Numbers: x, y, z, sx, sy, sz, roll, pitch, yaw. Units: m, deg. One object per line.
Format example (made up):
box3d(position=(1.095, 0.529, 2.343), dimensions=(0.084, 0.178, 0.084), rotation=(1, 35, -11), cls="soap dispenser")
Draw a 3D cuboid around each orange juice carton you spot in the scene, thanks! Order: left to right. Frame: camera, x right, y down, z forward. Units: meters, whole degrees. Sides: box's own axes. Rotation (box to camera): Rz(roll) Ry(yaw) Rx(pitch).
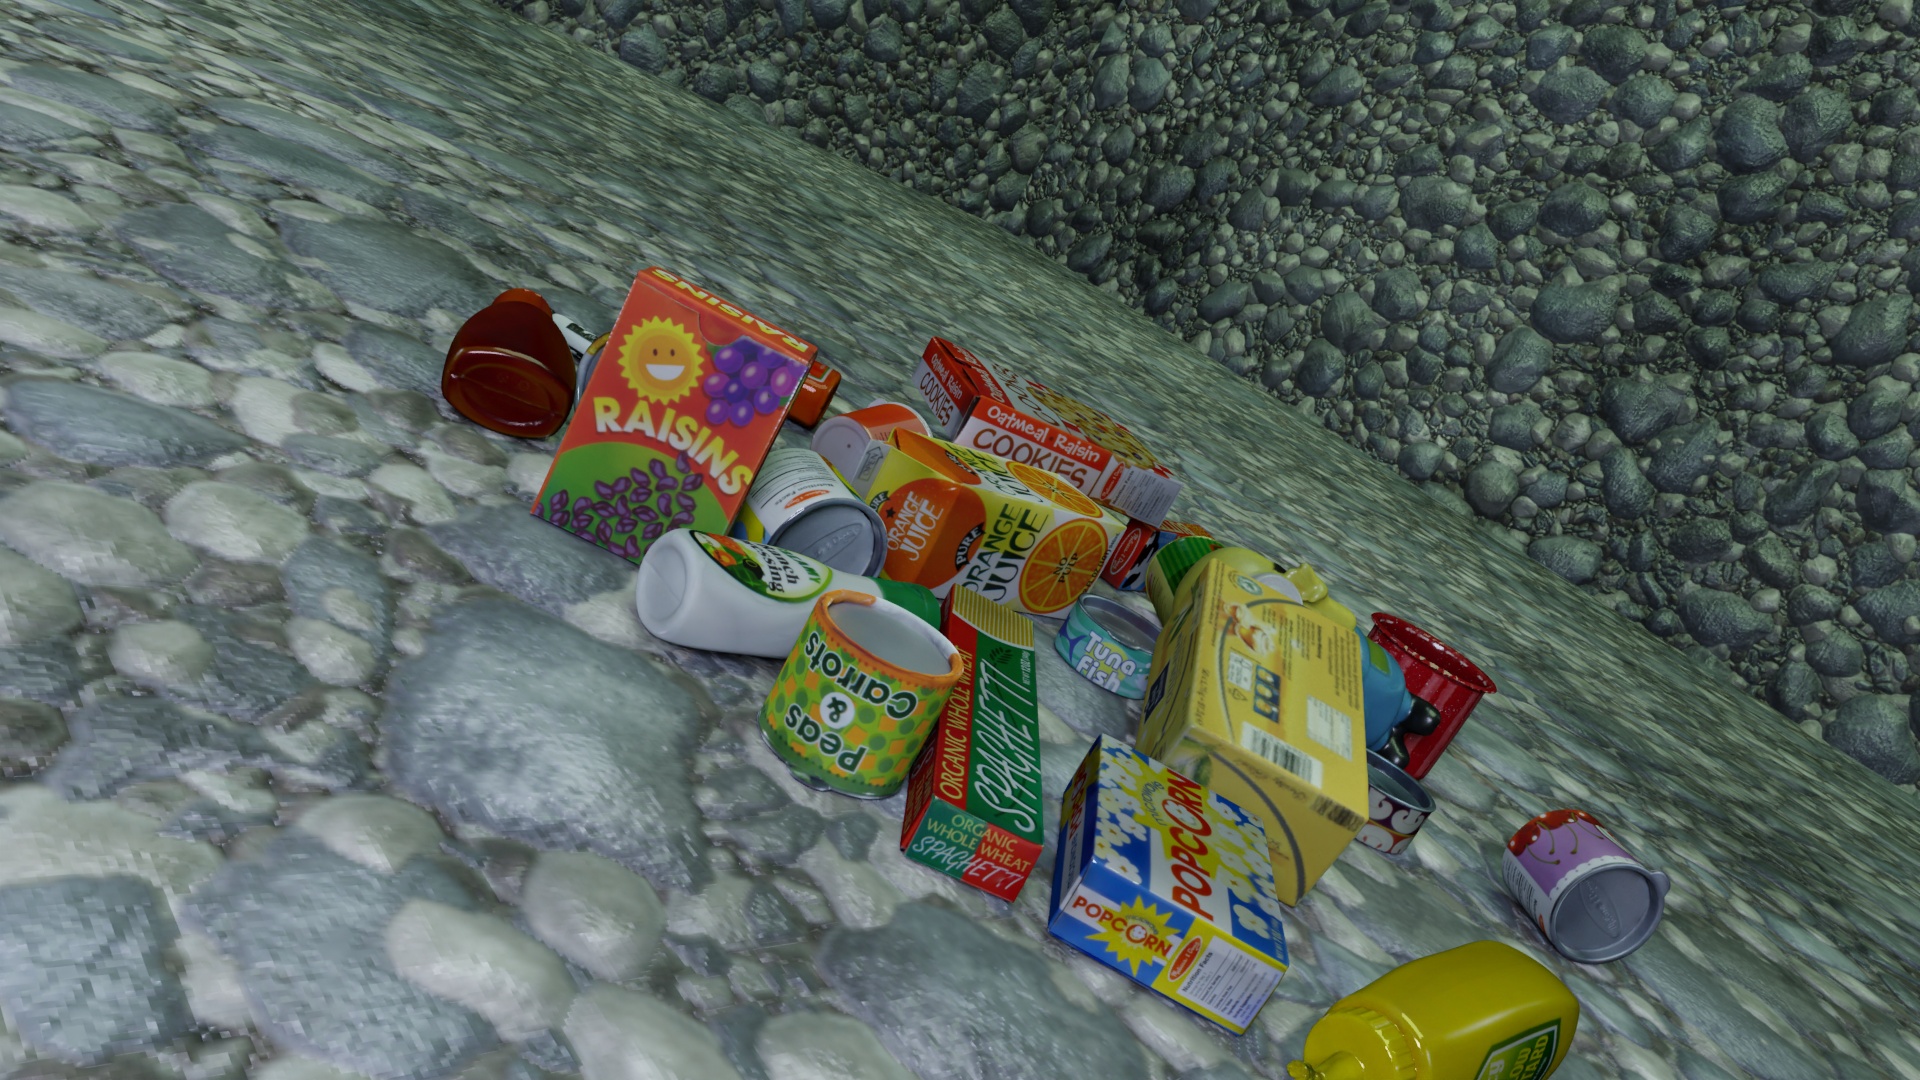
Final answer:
box3d(position=(0.003, -0.010, 0.825), dimensions=(0.193, 0.071, 0.073), rotation=(13, 22, -45), cls="orange juice carton")

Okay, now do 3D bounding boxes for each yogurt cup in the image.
box3d(position=(-0.057, -0.052, 0.872), dimensions=(0.072, 0.072, 0.054), rotation=(37, 26, 27), cls="yogurt cup")

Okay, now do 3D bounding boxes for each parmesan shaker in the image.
box3d(position=(0.167, 0.047, 0.938), dimensions=(0.071, 0.071, 0.103), rotation=(26, 17, -11), cls="parmesan shaker")

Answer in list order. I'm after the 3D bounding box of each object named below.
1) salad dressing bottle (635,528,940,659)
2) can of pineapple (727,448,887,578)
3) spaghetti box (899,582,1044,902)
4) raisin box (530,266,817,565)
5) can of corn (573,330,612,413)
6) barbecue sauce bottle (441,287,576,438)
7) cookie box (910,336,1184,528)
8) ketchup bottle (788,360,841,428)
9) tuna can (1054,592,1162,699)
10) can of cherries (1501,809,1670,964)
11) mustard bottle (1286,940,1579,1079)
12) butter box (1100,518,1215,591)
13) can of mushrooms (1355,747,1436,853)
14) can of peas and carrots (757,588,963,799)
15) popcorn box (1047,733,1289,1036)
box3d(position=(-0.073, 0.029, 0.629), dimensions=(0.148, 0.044, 0.064), rotation=(12, 22, -45), cls="salad dressing bottle")
box3d(position=(-0.077, -0.003, 0.686), dimensions=(0.071, 0.070, 0.058), rotation=(16, 20, -38), cls="can of pineapple")
box3d(position=(0.008, 0.080, 0.634), dimensions=(0.050, 0.028, 0.251), rotation=(26, 16, -6), cls="spaghetti box")
box3d(position=(-0.130, -0.051, 0.634), dimensions=(0.086, 0.123, 0.040), rotation=(27, 15, -6), cls="raisin box")
box3d(position=(-0.166, -0.079, 0.758), dimensions=(0.071, 0.071, 0.058), rotation=(38, 19, 31), cls="can of corn")
box3d(position=(-0.241, -0.102, 0.752), dimensions=(0.065, 0.043, 0.149), rotation=(21, 17, -22), cls="barbecue sauce bottle")
box3d(position=(0.058, -0.077, 0.961), dimensions=(0.167, 0.040, 0.123), rotation=(21, 18, -25), cls="cookie box")
box3d(position=(-0.159, -0.131, 0.977), dimensions=(0.149, 0.043, 0.065), rotation=(27, 16, -4), cls="ketchup bottle")
box3d(position=(0.090, 0.063, 0.816), dimensions=(0.071, 0.032, 0.071), rotation=(26, 16, -8), cls="tuna can")
box3d(position=(0.352, 0.193, 0.785), dimensions=(0.071, 0.071, 0.058), rotation=(24, 15, -15), cls="can of cherries")
box3d(position=(0.171, 0.190, 0.517), dimensions=(0.160, 0.065, 0.049), rotation=(6, 22, -41), cls="mustard bottle")
box3d(position=(0.148, 0.012, 1.032), dimensions=(0.024, 0.053, 0.103), rotation=(41, 20, 32), cls="butter box")
box3d(position=(0.233, 0.146, 0.798), dimensions=(0.071, 0.033, 0.071), rotation=(27, 17, -8), cls="can of mushrooms")
box3d(position=(-0.041, 0.061, 0.557), dimensions=(0.071, 0.058, 0.071), rotation=(26, 16, -8), cls="can of peas and carrots")
box3d(position=(0.084, 0.136, 0.571), dimensions=(0.085, 0.038, 0.127), rotation=(28, 16, 0), cls="popcorn box")
